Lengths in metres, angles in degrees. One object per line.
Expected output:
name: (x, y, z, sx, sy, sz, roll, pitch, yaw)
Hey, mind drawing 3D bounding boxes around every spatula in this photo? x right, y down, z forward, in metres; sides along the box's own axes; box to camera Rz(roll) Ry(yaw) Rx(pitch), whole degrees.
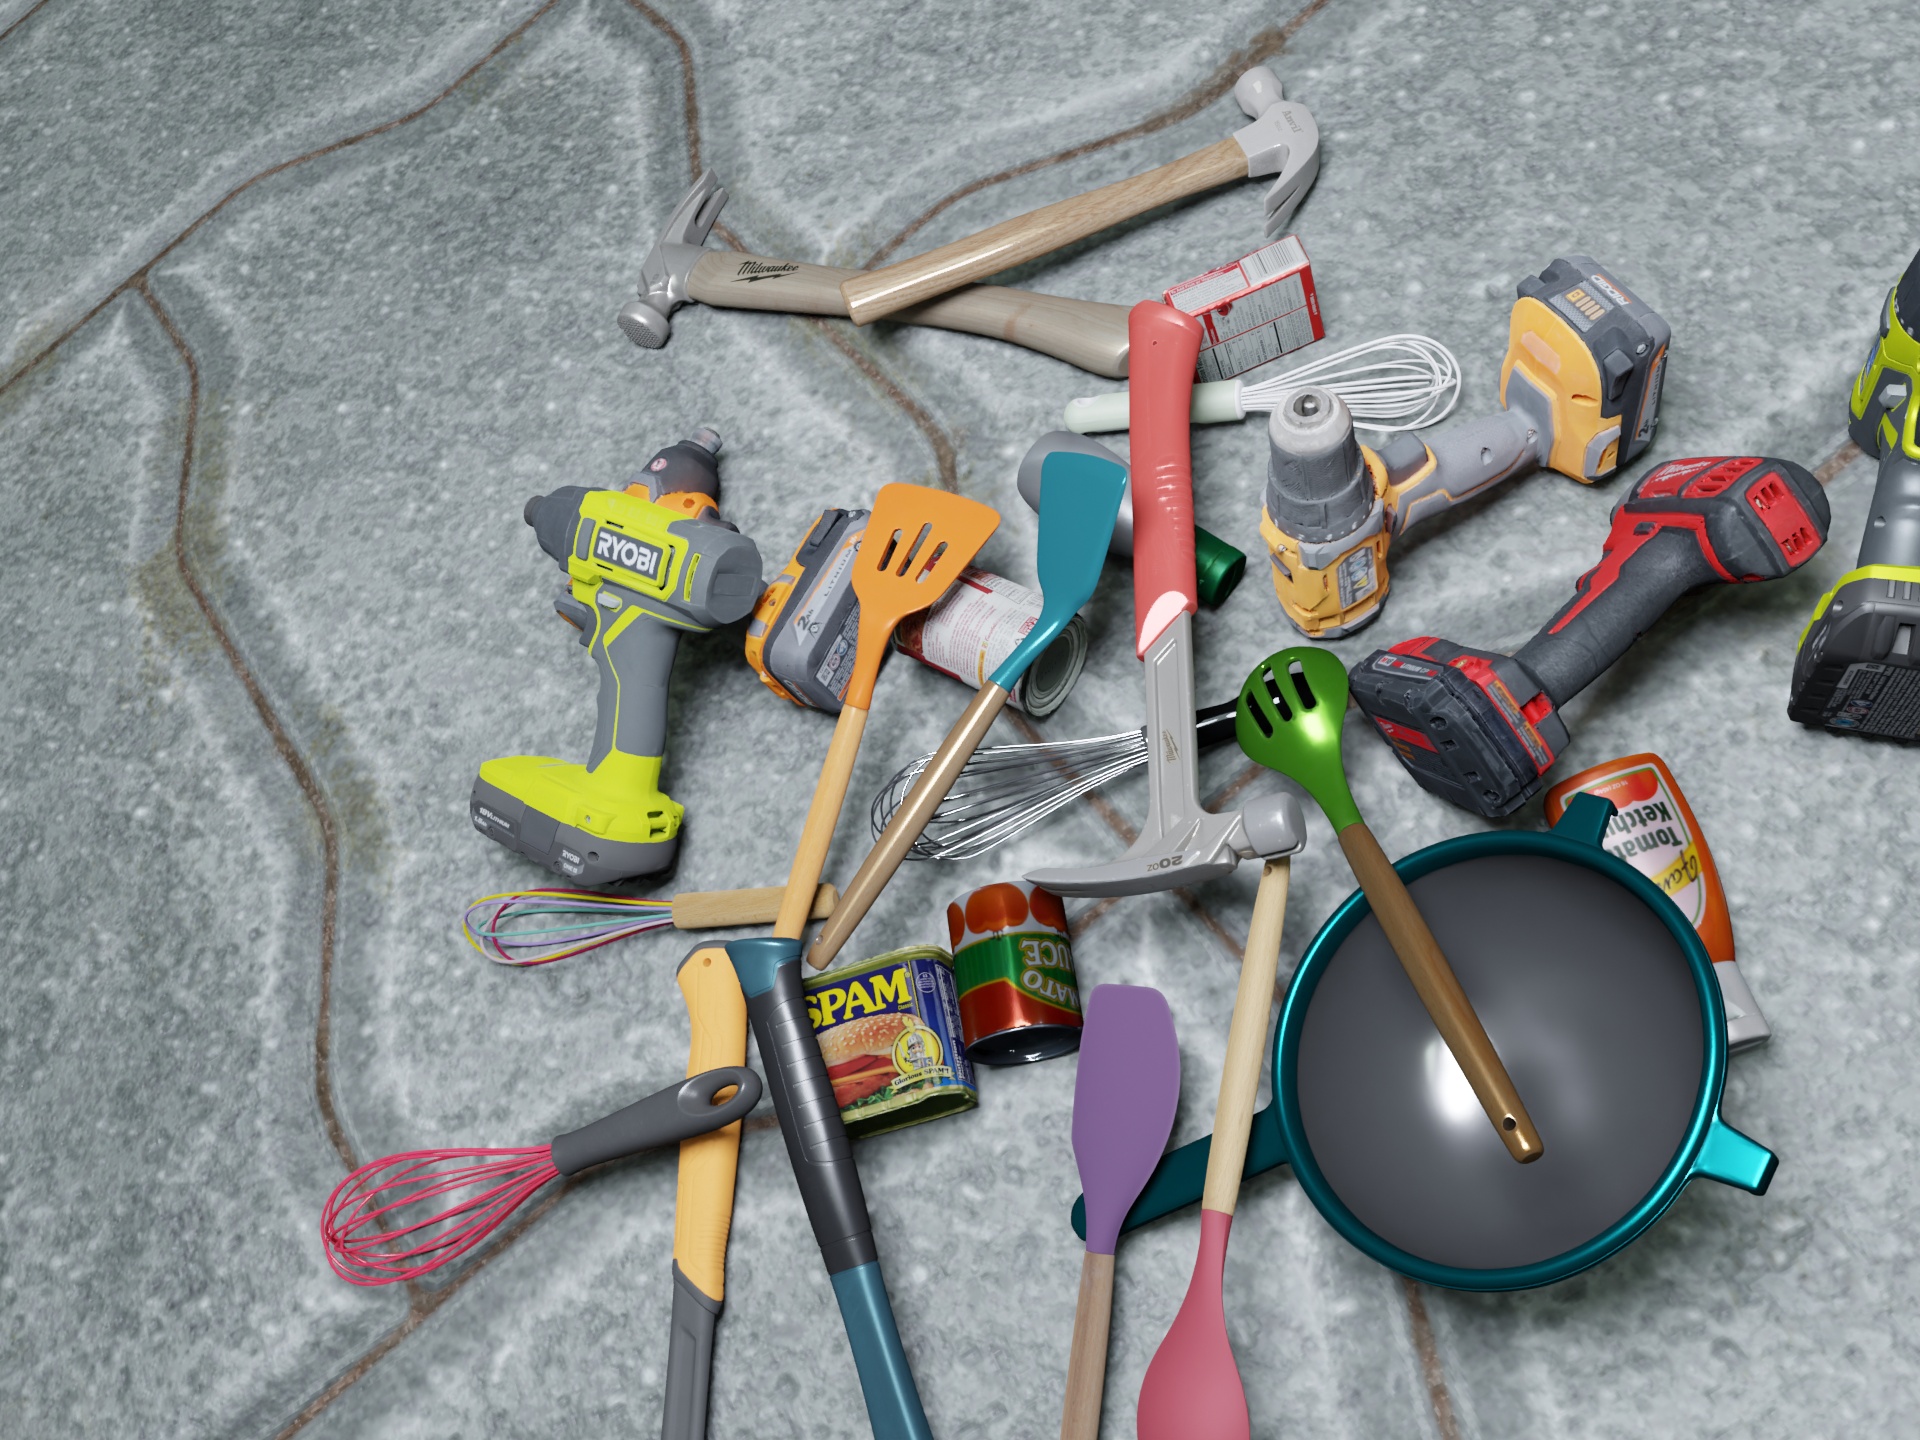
spatula: (0.068, 0.289, 0.782, 0.060, 0.018, 0.316, 0, 75, 35)
spatula: (-0.001, -0.003, 0.875, 0.317, 0.044, 0.082, -57, 34, -4)
spatula: (-0.063, 0.017, 0.928, 0.081, 0.041, 0.322, 18, 91, 22)

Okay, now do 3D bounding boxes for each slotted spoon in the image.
slotted spoon: (0.202, 0.072, 0.768, 0.070, 0.031, 0.314, -39, 44, 20)

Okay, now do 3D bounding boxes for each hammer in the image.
hammer: (-0.047, -0.305, 1.118, 0.411, 0.038, 0.146, 15, 71, 25)
hammer: (0.105, -0.079, 0.885, 0.149, 0.036, 0.359, -14, 60, 29)
hammer: (-0.057, 0.264, 0.809, 0.128, 0.033, 0.331, -27, 72, 25)
hammer: (0.079, -0.332, 1.057, 0.331, 0.031, 0.130, -21, 55, 2)
hammer: (-0.136, 0.285, 0.875, 0.127, 0.034, 0.337, -9, 63, 19)

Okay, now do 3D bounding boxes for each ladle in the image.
ladle: (0.128, 0.207, 0.752, 0.069, 0.031, 0.316, -17, 52, 52)

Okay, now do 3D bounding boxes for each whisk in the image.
whisk: (-0.191, 0.121, 0.974, 0.245, 0.051, 0.047, -6, 88, 13)
whisk: (-0.240, 0.253, 0.897, 0.296, 0.073, 0.073, -23, 60, 14)
whisk: (0.083, 0.022, 0.909, 0.284, 0.070, 0.070, -17, 62, 7)
whisk: (0.181, -0.198, 0.982, 0.246, 0.059, 0.058, -1, 29, 24)

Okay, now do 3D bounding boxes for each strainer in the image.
strainer: (0.211, 0.195, 0.769, 0.340, 0.095, 0.211, -33, 45, 27)

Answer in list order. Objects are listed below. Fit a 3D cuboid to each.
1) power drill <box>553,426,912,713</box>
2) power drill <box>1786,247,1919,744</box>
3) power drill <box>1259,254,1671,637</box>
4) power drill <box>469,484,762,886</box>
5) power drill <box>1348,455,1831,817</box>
power drill: (-0.143, -0.106, 1.035, 0.227, 0.084, 0.164, 19, 74, 31)
power drill: (0.463, -0.119, 0.758, 0.080, 0.190, 0.228, 11, 75, 21)
power drill: (0.260, -0.155, 0.851, 0.226, 0.185, 0.084, -32, 58, 0)
power drill: (-0.220, -0.027, 0.972, 0.171, 0.080, 0.223, 21, 102, 30)
power drill: (0.317, -0.054, 0.817, 0.219, 0.143, 0.078, -38, 101, 0)
